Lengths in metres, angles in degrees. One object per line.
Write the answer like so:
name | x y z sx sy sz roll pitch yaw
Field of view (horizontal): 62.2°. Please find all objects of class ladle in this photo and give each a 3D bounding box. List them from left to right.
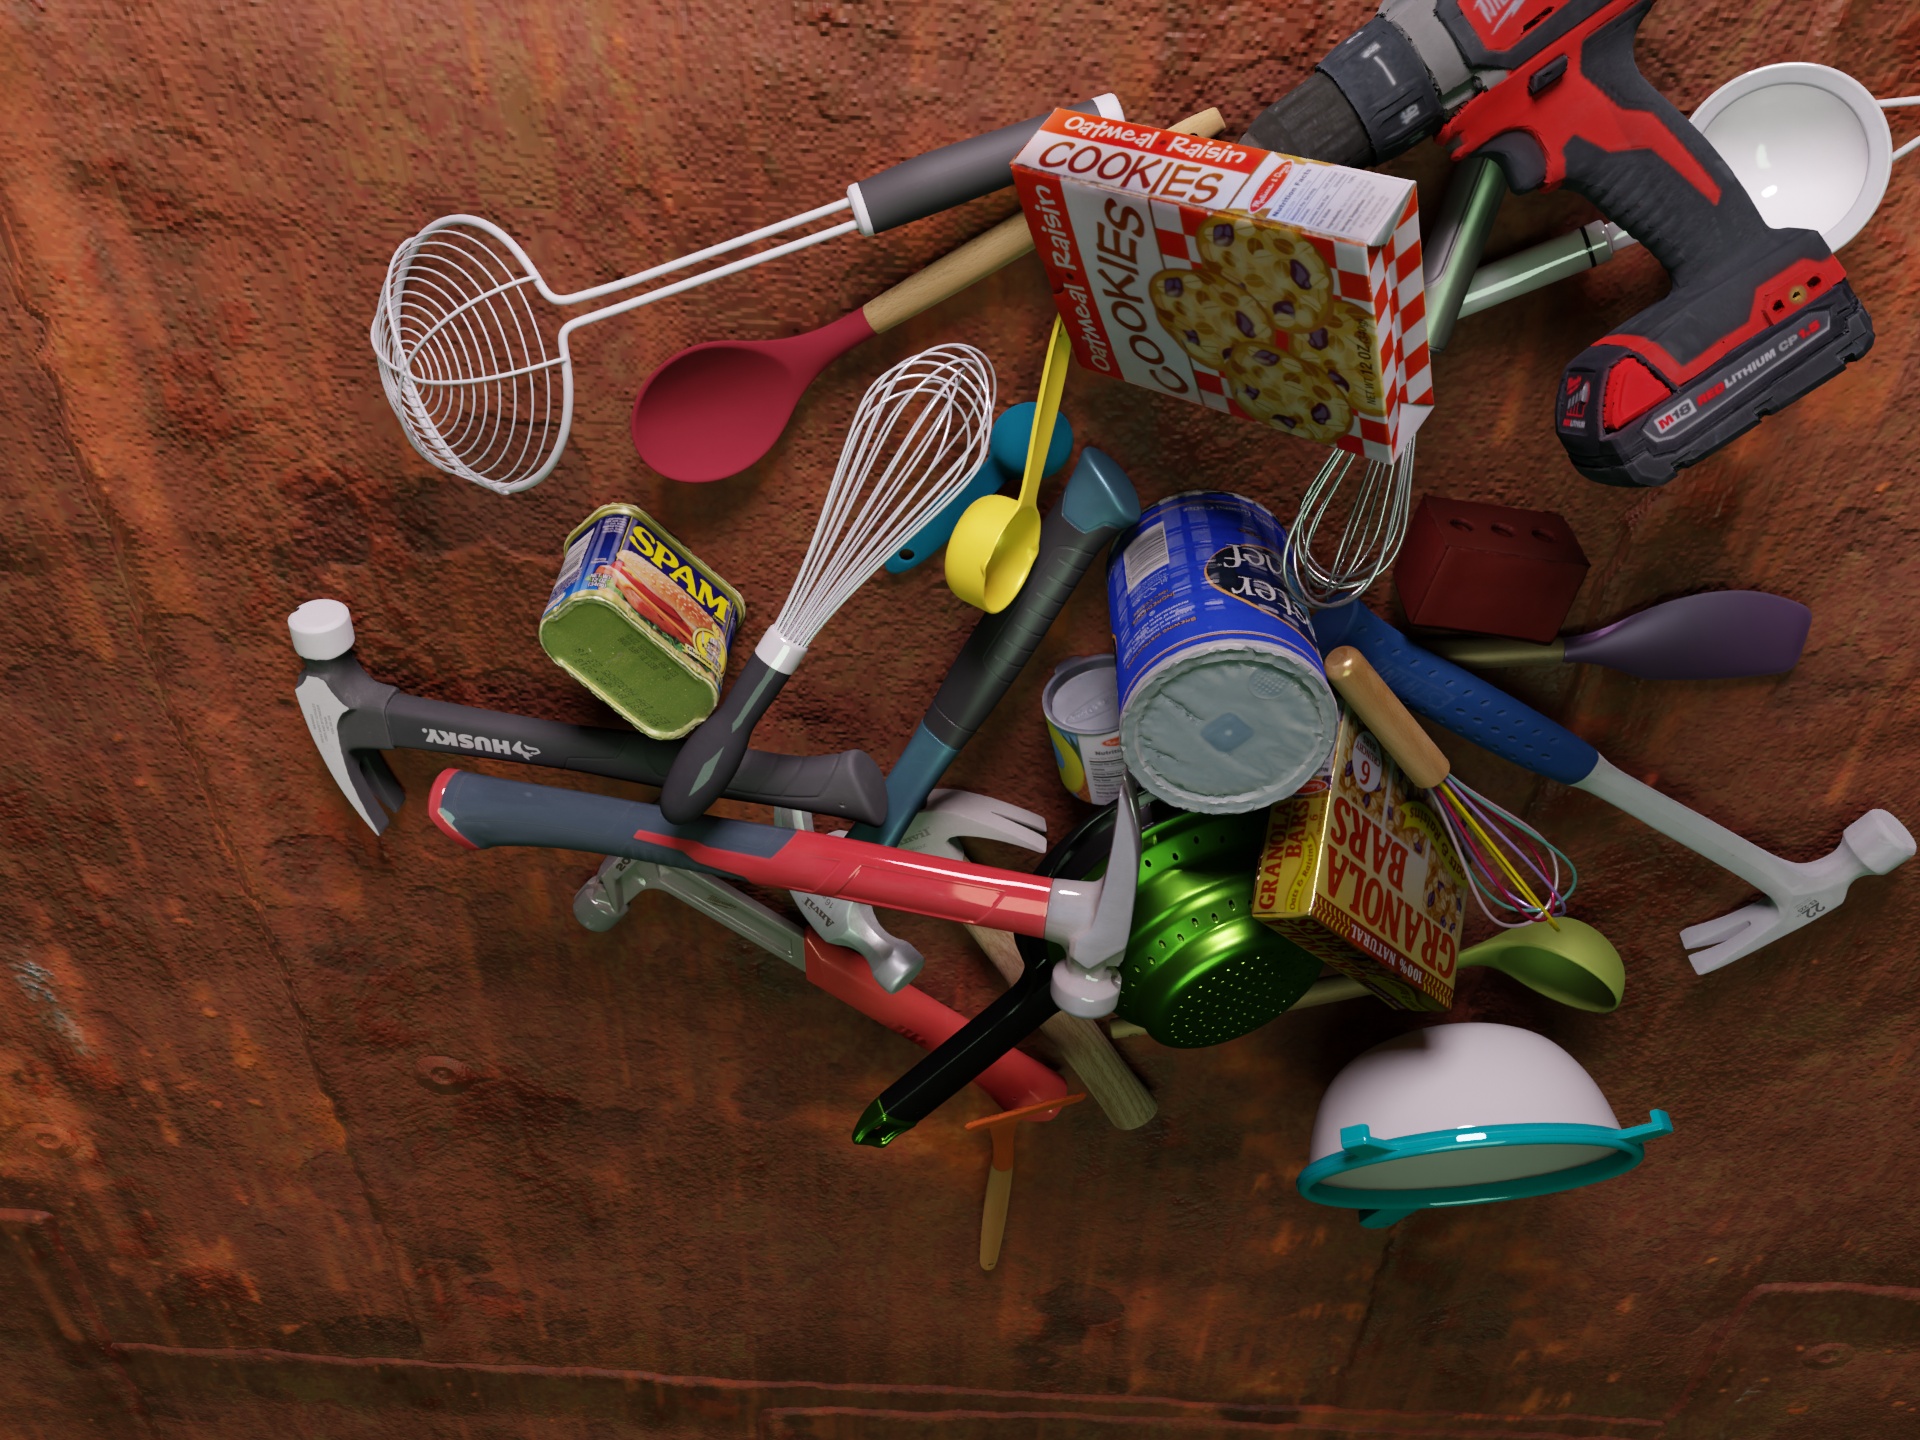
ladle | -0.021 -0.201 0.747 0.315 0.031 0.069 -25 128 18
ladle | 0.254 0.179 1.010 0.320 0.062 0.078 -12 149 7

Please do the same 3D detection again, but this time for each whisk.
whisk | -0.070 -0.061 0.782 0.070 0.070 0.284 29 106 -20
whisk | 0.205 -0.164 0.725 0.059 0.058 0.246 7 111 -26
whisk | 0.267 0.042 0.858 0.051 0.047 0.244 -24 127 33

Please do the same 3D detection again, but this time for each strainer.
strainer | 0.314 0.274 1.072 0.211 0.095 0.340 -3 155 -2
strainer | 0.294 -0.220 0.716 0.258 0.050 0.087 -18 104 23

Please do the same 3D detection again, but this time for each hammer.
hammer | -0.205 0.021 0.892 0.335 0.035 0.146 9 129 7
hammer | -0.098 0.060 0.846 0.386 0.038 0.143 10 120 8
hammer | -0.064 0.163 1.033 0.358 0.037 0.149 35 122 -23
hammer | -0.001 -0.003 0.873 0.128 0.033 0.331 41 118 15
hammer | 0.047 0.164 1.034 0.130 0.031 0.331 -23 125 19
hammer | 0.356 0.035 0.904 0.405 0.035 0.144 25 126 -22

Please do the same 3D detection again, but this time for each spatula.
spatula | 0.031 0.332 1.129 0.081 0.041 0.322 -12 142 -13
spatula | 0.304 -0.040 0.873 0.316 0.018 0.059 -3 128 3

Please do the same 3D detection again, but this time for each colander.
colander | 0.085 0.173 0.940 0.397 0.095 0.204 -43 139 22

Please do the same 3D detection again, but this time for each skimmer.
skimmer | -0.102 -0.211 0.733 0.363 0.090 0.127 -19 98 2

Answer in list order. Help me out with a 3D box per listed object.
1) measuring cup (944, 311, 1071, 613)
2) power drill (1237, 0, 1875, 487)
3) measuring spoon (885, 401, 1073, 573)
measuring cup | 0.025 -0.129 0.771 0.029 0.062 0.156 21 111 22
power drill | 0.239 -0.206 0.654 0.188 0.080 0.226 -33 99 10
measuring spoon | 0.006 -0.112 0.819 0.042 0.021 0.128 38 119 -25
